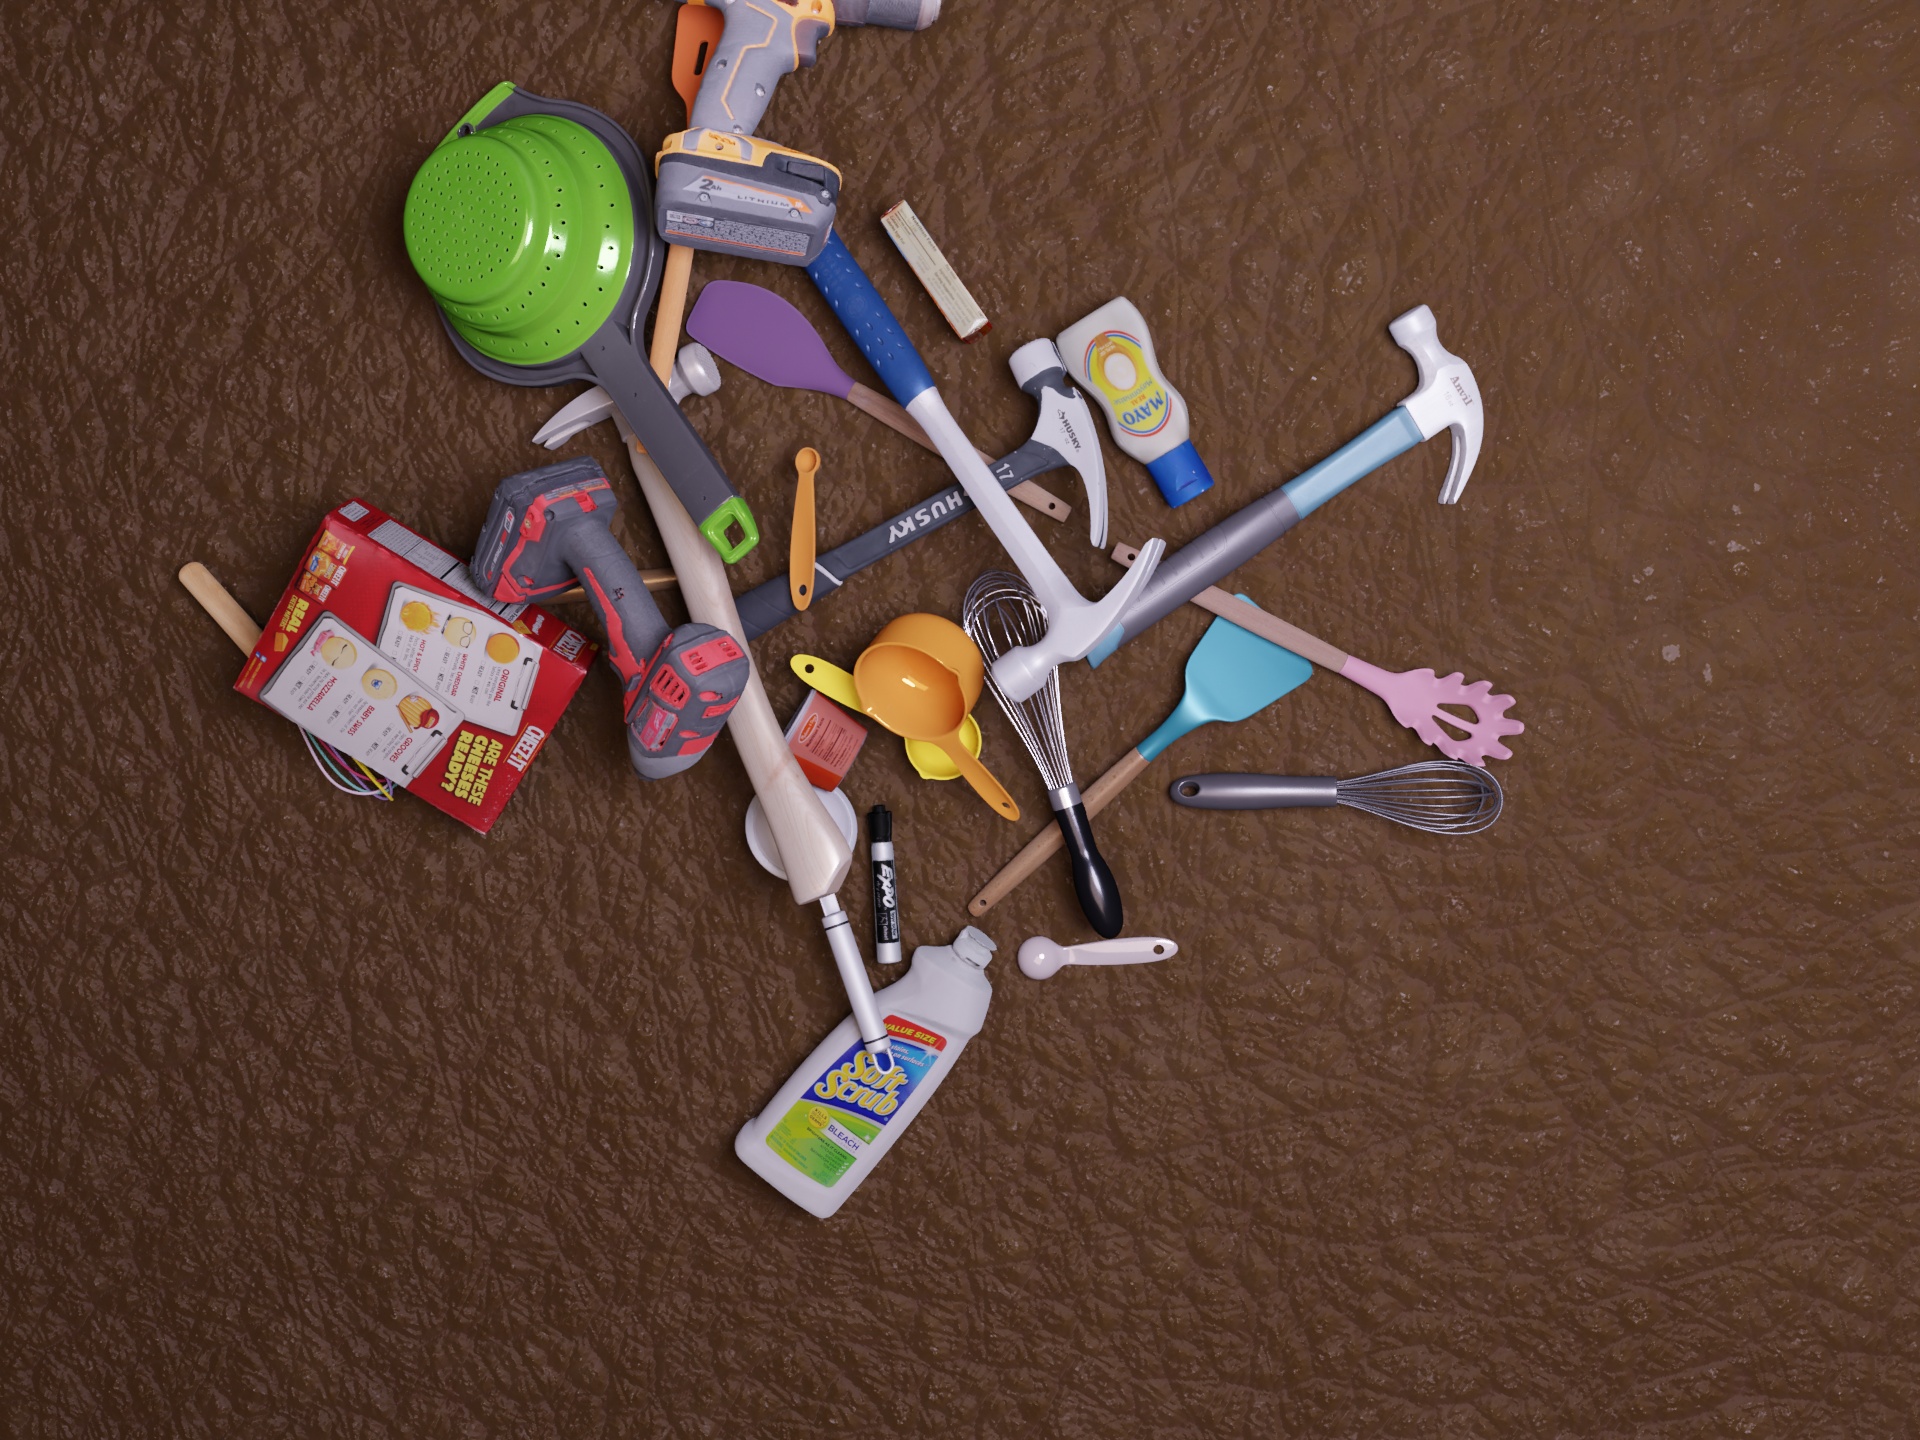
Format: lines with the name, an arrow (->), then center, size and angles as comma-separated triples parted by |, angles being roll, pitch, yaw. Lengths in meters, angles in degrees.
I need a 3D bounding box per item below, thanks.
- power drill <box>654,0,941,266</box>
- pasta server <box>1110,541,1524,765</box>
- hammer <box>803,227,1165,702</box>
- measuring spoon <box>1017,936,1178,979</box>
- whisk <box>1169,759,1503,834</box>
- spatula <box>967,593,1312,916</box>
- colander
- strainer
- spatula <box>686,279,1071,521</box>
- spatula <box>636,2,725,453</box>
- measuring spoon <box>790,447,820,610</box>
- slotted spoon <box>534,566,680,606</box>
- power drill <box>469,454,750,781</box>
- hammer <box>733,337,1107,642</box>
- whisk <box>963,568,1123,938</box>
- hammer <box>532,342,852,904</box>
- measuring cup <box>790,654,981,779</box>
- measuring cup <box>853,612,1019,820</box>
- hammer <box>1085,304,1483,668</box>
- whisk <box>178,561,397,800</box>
power drill -> -0.112, -0.430, 1.077 | 0.185, 0.084, 0.226 | 7, 81, -10
pasta server -> 0.253, -0.054, 1.144 | 0.316, 0.040, 0.060 | 26, 88, 0
hammer -> -0.016, -0.217, 1.097 | 0.144, 0.035, 0.406 | -37, 78, 17
measuring spoon -> 0.105, 0.181, 1.220 | 0.124, 0.018, 0.034 | -6, 99, 7
whisk -> 0.273, 0.055, 1.165 | 0.239, 0.055, 0.055 | 0, 100, 11
spatula -> 0.121, 0.041, 1.192 | 0.082, 0.044, 0.317 | 46, 107, -1
colander -> -0.271, -0.274, 1.095 | 0.204, 0.094, 0.397 | -38, 80, 19
strainer -> -0.095, 0.142, 1.197 | 0.087, 0.050, 0.258 | -18, 85, -22
spatula -> -0.057, -0.231, 1.165 | 0.316, 0.018, 0.060 | 31, 99, 2
spatula -> -0.193, -0.350, 1.133 | 0.081, 0.041, 0.322 | 12, 96, 3
measuring spoon -> -0.110, -0.138, 1.146 | 0.021, 0.011, 0.117 | 5, 94, 29
slotted spoon -> -0.339, -0.093, 1.221 | 0.314, 0.031, 0.070 | -7, 105, 6
power drill -> -0.243, -0.064, 1.108 | 0.220, 0.078, 0.143 | 50, 136, 13
hammer -> -0.080, -0.112, 1.158 | 0.409, 0.036, 0.149 | -27, 82, 17
whisk -> 0.066, 0.025, 1.161 | 0.070, 0.070, 0.284 | -19, 91, 10
hammer -> -0.182, -0.061, 1.150 | 0.146, 0.038, 0.411 | -23, 81, 13
measuring cup -> -0.057, -0.009, 1.192 | 0.156, 0.029, 0.062 | 29, 91, -4
measuring cup -> -0.002, -0.004, 1.151 | 0.095, 0.052, 0.173 | -20, 118, 39
hammer -> 0.219, -0.145, 1.116 | 0.331, 0.033, 0.128 | -34, 98, 2
whisk -> -0.525, -0.031, 1.247 | 0.051, 0.047, 0.245 | -42, 90, 13
